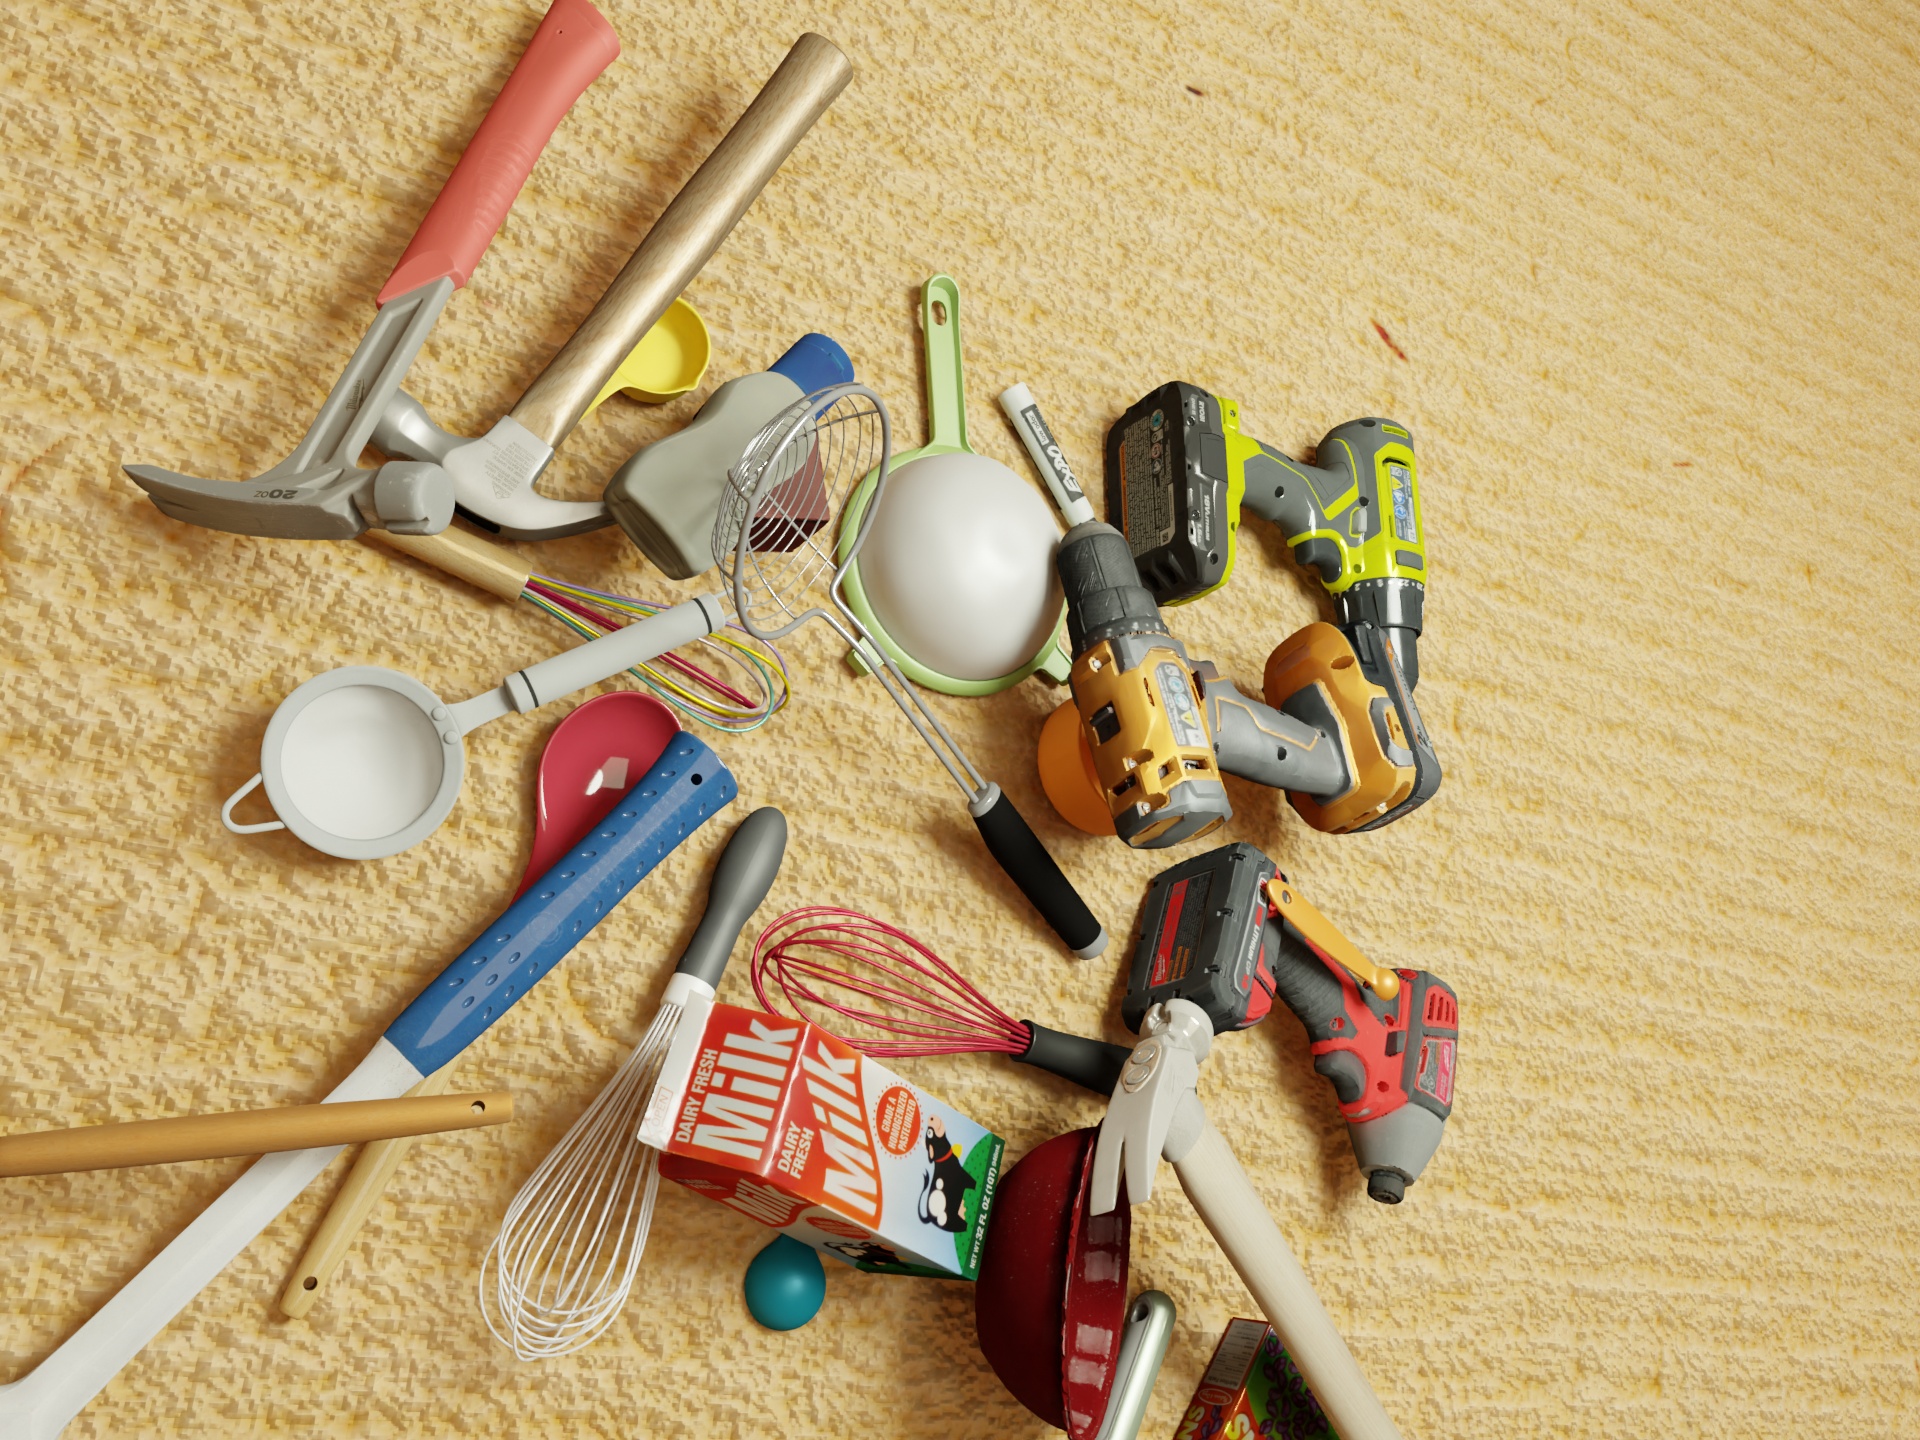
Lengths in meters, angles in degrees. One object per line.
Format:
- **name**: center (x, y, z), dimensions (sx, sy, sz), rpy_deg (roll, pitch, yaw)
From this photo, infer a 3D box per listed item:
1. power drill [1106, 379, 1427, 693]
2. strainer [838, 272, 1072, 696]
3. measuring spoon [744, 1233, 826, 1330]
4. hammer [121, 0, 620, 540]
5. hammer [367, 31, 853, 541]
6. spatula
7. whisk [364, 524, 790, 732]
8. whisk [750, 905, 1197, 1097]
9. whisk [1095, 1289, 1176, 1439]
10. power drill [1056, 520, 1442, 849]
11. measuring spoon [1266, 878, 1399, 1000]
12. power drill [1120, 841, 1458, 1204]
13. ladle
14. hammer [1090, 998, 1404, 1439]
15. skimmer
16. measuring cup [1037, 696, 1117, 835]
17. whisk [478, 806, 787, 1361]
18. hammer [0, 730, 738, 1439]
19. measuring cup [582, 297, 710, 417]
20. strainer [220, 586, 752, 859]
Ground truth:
- **power drill**: center (0.209, -0.114, 1.016), dimensions (0.228, 0.080, 0.191), rpy_deg (8, 72, -31)
- **strainer**: center (0.008, -0.145, 0.909), dimensions (0.151, 0.069, 0.256), rpy_deg (2, 78, -30)
- **measuring spoon**: center (-0.072, 0.237, 0.791), dimensions (0.042, 0.021, 0.129), rpy_deg (24, 68, -24)
- **hammer**: center (-0.257, -0.234, 0.776), dimensions (0.149, 0.036, 0.359), rpy_deg (6, 58, 14)
- **hammer**: center (-0.153, -0.230, 0.819), dimensions (0.130, 0.031, 0.331), rpy_deg (37, 71, -12)
- **spatula**: center (-0.339, 0.165, 0.609), dimensions (0.322, 0.041, 0.081), rpy_deg (-1, 68, -21)
- **whisk**: center (-0.197, -0.055, 0.787), dimensions (0.244, 0.047, 0.051), rpy_deg (25, 73, -17)
- **whisk**: center (0.018, 0.164, 0.846), dimensions (0.295, 0.073, 0.073), rpy_deg (24, 66, -30)
- **whisk**: center (0.061, 0.408, 0.813), dimensions (0.059, 0.058, 0.246), rpy_deg (39, 56, -18)
- **power drill**: center (0.154, -0.020, 0.902), dimensions (0.226, 0.084, 0.185), rpy_deg (3, 62, -37)
- **measuring spoon**: center (0.214, 0.124, 0.904), dimensions (0.116, 0.011, 0.021), rpy_deg (40, 50, -23)
- **power drill**: center (0.204, 0.179, 0.931), dimensions (0.219, 0.078, 0.143), rpy_deg (35, 53, -22)
- **ladle**: center (-0.219, 0.122, 0.734), dimensions (0.069, 0.031, 0.315), rpy_deg (33, 65, -15)
- **hammer**: center (0.192, 0.348, 0.833), dimensions (0.410, 0.038, 0.146), rpy_deg (58, 29, -13)
- **skimmer**: center (-0.001, -0.003, 0.805), dimensions (0.363, 0.090, 0.127), rpy_deg (54, 55, -26)
- **measuring cup**: center (0.120, 0.023, 0.946), dimensions (0.173, 0.052, 0.095), rpy_deg (1, 75, -37)
- **whisk**: center (-0.143, 0.160, 0.753), dimensions (0.070, 0.070, 0.285), rpy_deg (33, 59, -19)
- **hammer**: center (-0.243, 0.157, 0.681), dimensions (0.144, 0.035, 0.405), rpy_deg (47, 64, -7)
- **measuring cup**: center (-0.198, -0.165, 0.827), dimensions (0.156, 0.029, 0.062), rpy_deg (-42, 98, -19)
- **strainer**: center (-0.212, -0.008, 0.740), dimensions (0.258, 0.050, 0.087), rpy_deg (-25, 99, -21)
